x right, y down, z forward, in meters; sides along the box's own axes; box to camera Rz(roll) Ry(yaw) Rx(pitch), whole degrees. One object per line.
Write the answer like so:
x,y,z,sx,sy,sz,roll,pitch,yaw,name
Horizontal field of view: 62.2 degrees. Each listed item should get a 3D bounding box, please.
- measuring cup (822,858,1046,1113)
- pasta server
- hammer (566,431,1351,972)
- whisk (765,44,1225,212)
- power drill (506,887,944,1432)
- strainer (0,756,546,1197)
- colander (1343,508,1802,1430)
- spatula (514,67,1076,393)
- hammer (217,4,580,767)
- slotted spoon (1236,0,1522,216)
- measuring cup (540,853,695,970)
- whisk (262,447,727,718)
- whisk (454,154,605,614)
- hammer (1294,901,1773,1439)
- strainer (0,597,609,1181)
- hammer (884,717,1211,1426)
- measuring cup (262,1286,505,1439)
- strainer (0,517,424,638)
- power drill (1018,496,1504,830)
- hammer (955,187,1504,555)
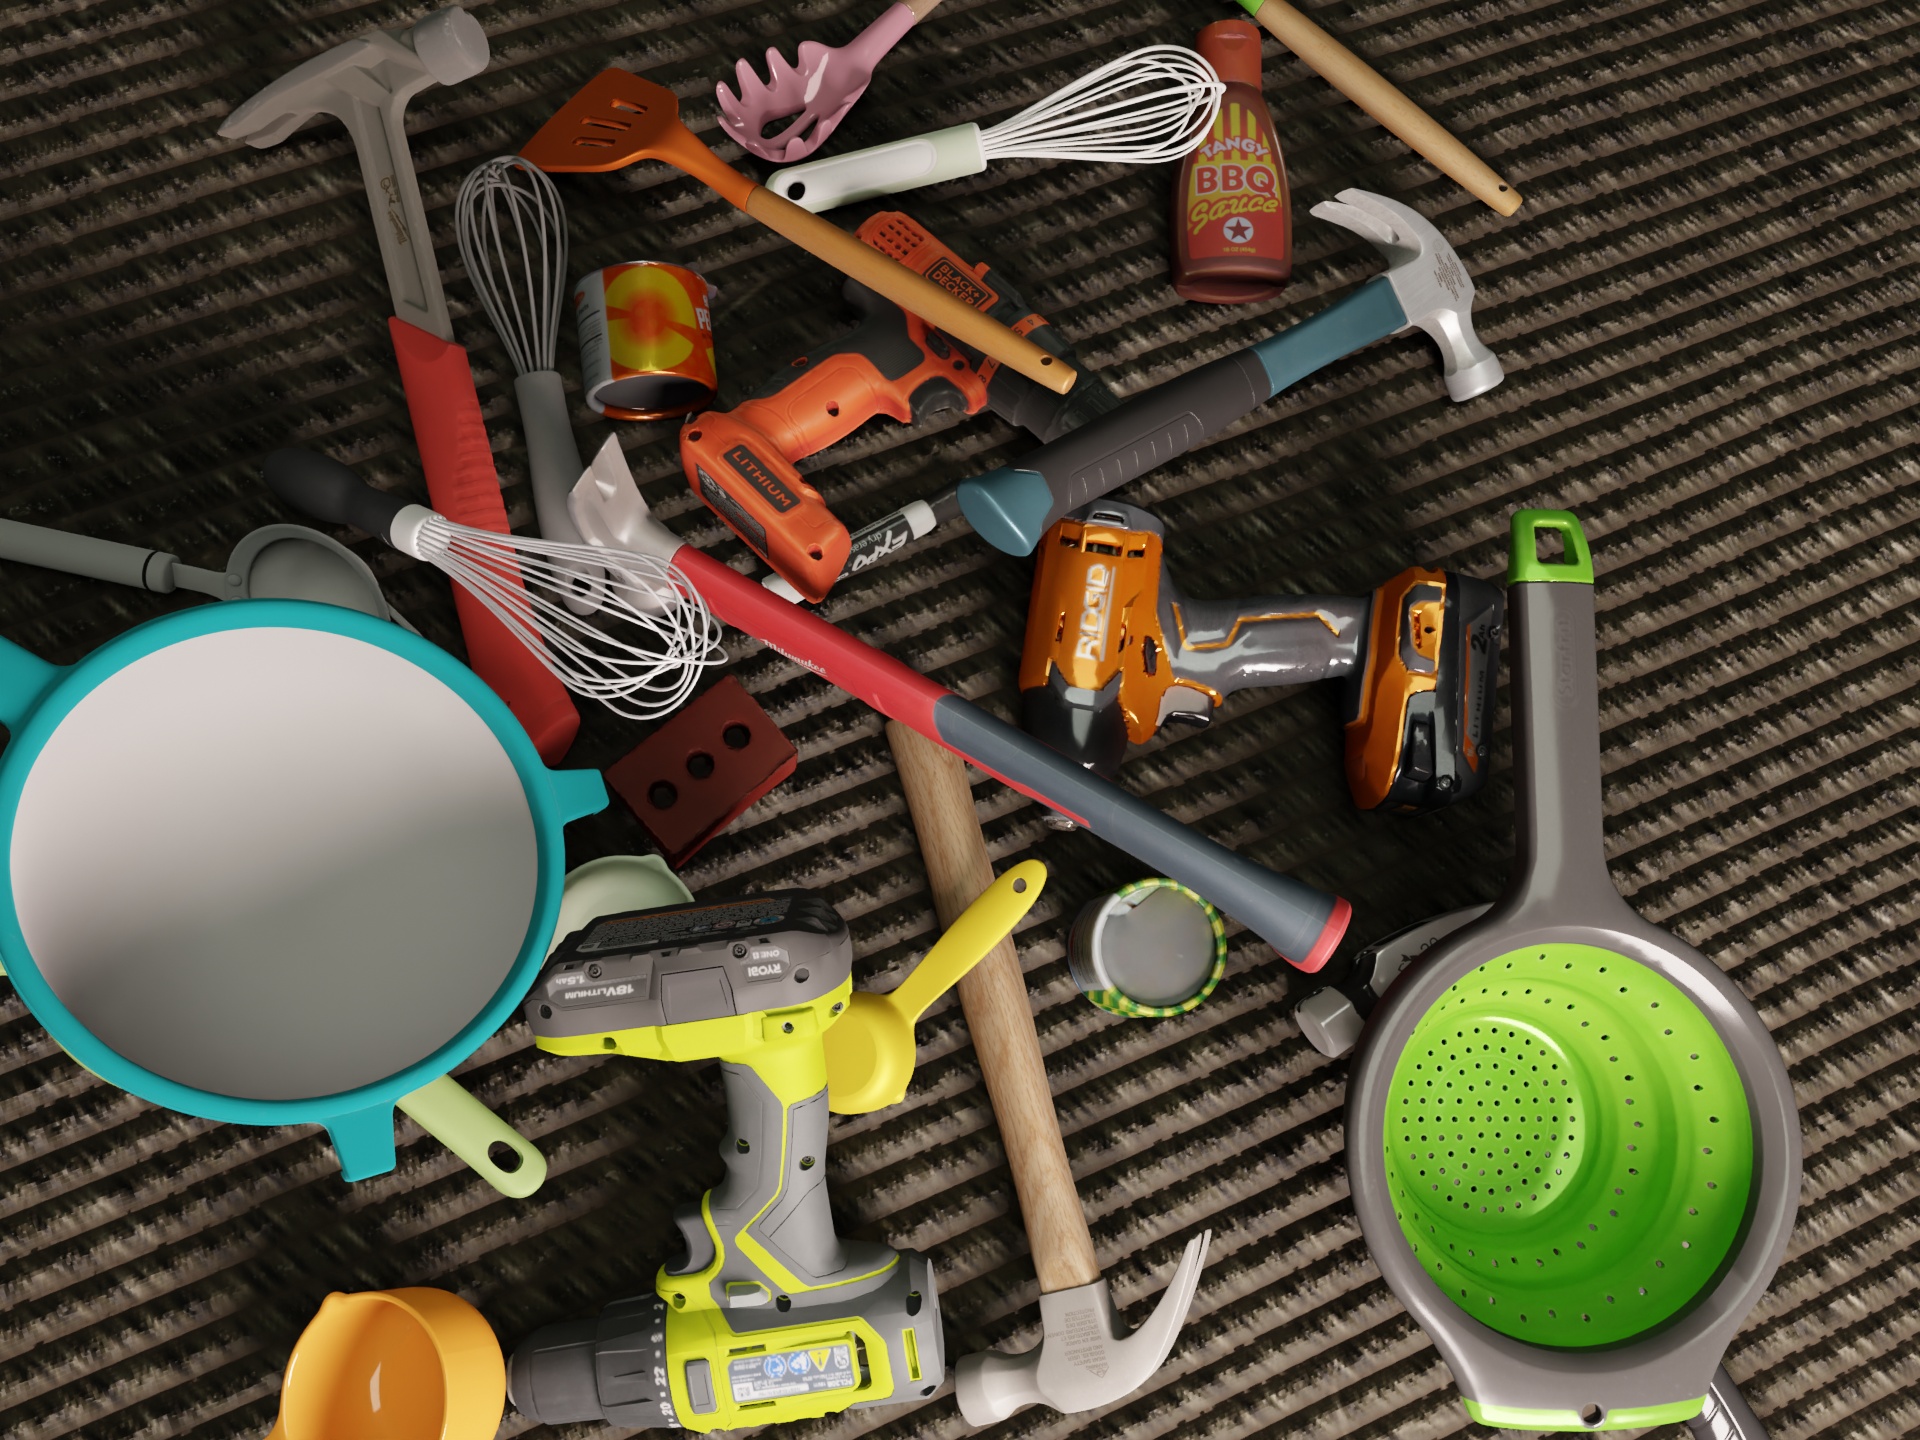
-0.019,0.121,0.736,0.156,0.029,0.062,-47,71,10,measuring cup
-0.012,-0.406,0.863,0.060,0.040,0.316,39,76,12,pasta server
-0.001,-0.002,0.708,0.386,0.143,0.038,29,75,7,hammer
0.017,-0.301,0.829,0.246,0.059,0.058,-13,99,2,whisk
-0.116,0.200,0.694,0.190,0.080,0.228,-8,98,1,power drill
-0.294,0.131,0.716,0.256,0.069,0.151,44,57,-12,strainer
0.260,0.105,0.730,0.204,0.094,0.397,1,83,-6,colander
-0.081,-0.241,0.787,0.323,0.041,0.081,33,72,12,spatula
-0.257,-0.148,0.768,0.149,0.036,0.359,-15,88,22,hammer
0.188,-0.383,0.891,0.314,0.031,0.070,38,77,-1,slotted spoon
-0.200,0.085,0.748,0.167,0.038,0.083,23,78,1,measuring cup
-0.218,-0.073,0.704,0.285,0.070,0.070,23,76,27,whisk
-0.207,-0.169,0.792,0.055,0.055,0.239,-12,86,-9,whisk
0.314,0.242,0.784,0.146,0.035,0.335,-32,85,-11,hammer
-0.329,0.029,0.635,0.340,0.095,0.211,33,56,-14,strainer
0.023,0.149,0.749,0.130,0.031,0.331,-19,76,18,hammer
-0.273,0.312,0.692,0.173,0.052,0.095,-34,67,13,measuring cup
-0.369,-0.070,0.753,0.258,0.050,0.086,12,122,0,strainer
0.141,-0.013,0.789,0.226,0.084,0.164,10,79,-1,power drill
0.137,-0.165,0.788,0.331,0.033,0.128,-31,99,-26,hammer
